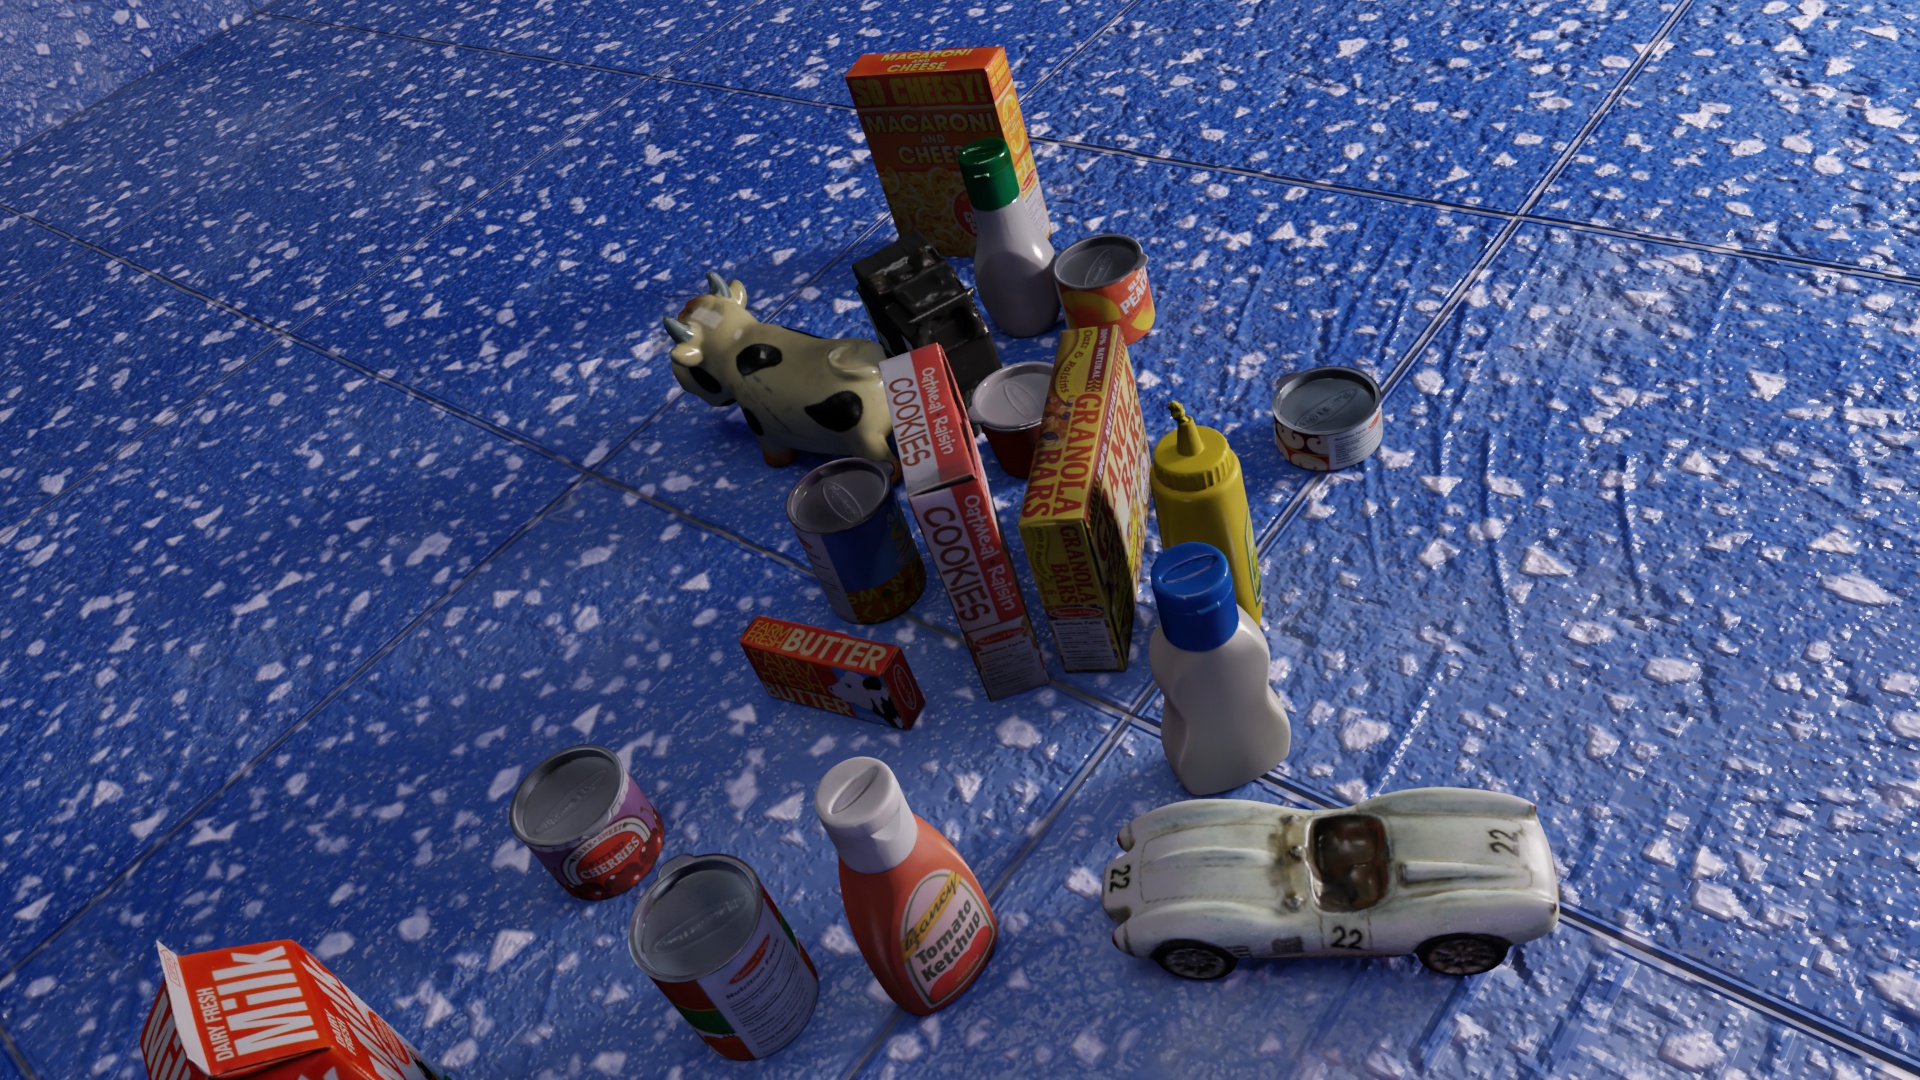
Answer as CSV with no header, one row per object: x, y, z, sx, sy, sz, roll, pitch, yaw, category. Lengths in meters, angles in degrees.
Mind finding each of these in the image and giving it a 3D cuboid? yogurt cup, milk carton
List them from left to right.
-0.287,0.246,0.609,0.074,0.189,0.072,-36,45,-17,milk carton
0.046,-0.078,0.924,0.072,0.053,0.073,-11,43,10,yogurt cup

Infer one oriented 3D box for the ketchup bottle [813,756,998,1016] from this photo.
-0.027,0.156,0.636,0.043,0.148,0.065,25,58,38,ketchup bottle

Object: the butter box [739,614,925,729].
-0.076,0.076,0.809,0.103,0.053,0.024,10,50,29,butter box

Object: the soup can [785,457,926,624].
-0.061,0.000,0.861,0.071,0.083,0.072,-11,43,10,soup can

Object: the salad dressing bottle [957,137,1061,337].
0.034,-0.218,1.004,0.064,0.147,0.044,-3,45,18,salad dressing bottle

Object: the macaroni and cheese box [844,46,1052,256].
-0.007,-0.303,1.095,0.124,0.165,0.040,6,48,26,macaroni and cheese box

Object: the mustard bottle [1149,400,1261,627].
0.130,-0.012,0.744,0.049,0.159,0.066,-8,44,14,mustard bottle

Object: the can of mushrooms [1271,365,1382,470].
0.228,-0.078,0.870,0.071,0.033,0.071,-11,43,10,can of mushrooms

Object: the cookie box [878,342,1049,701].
0.003,-0.010,0.785,0.040,0.166,0.123,-18,42,3,cookie box

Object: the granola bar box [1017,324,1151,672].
0.078,-0.026,0.805,0.039,0.123,0.166,-3,45,18,granola bar box

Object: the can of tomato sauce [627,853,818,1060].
-0.114,0.201,0.671,0.071,0.082,0.071,-11,43,10,can of tomato sauce

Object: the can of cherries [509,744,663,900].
-0.205,0.158,0.768,0.071,0.058,0.072,-11,43,10,can of cherries

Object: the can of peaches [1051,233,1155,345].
0.106,-0.179,1.003,0.071,0.057,0.071,-11,43,10,can of peaches

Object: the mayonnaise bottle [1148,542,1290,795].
0.122,0.063,0.678,0.065,0.147,0.041,-22,42,-2,mayonnaise bottle
